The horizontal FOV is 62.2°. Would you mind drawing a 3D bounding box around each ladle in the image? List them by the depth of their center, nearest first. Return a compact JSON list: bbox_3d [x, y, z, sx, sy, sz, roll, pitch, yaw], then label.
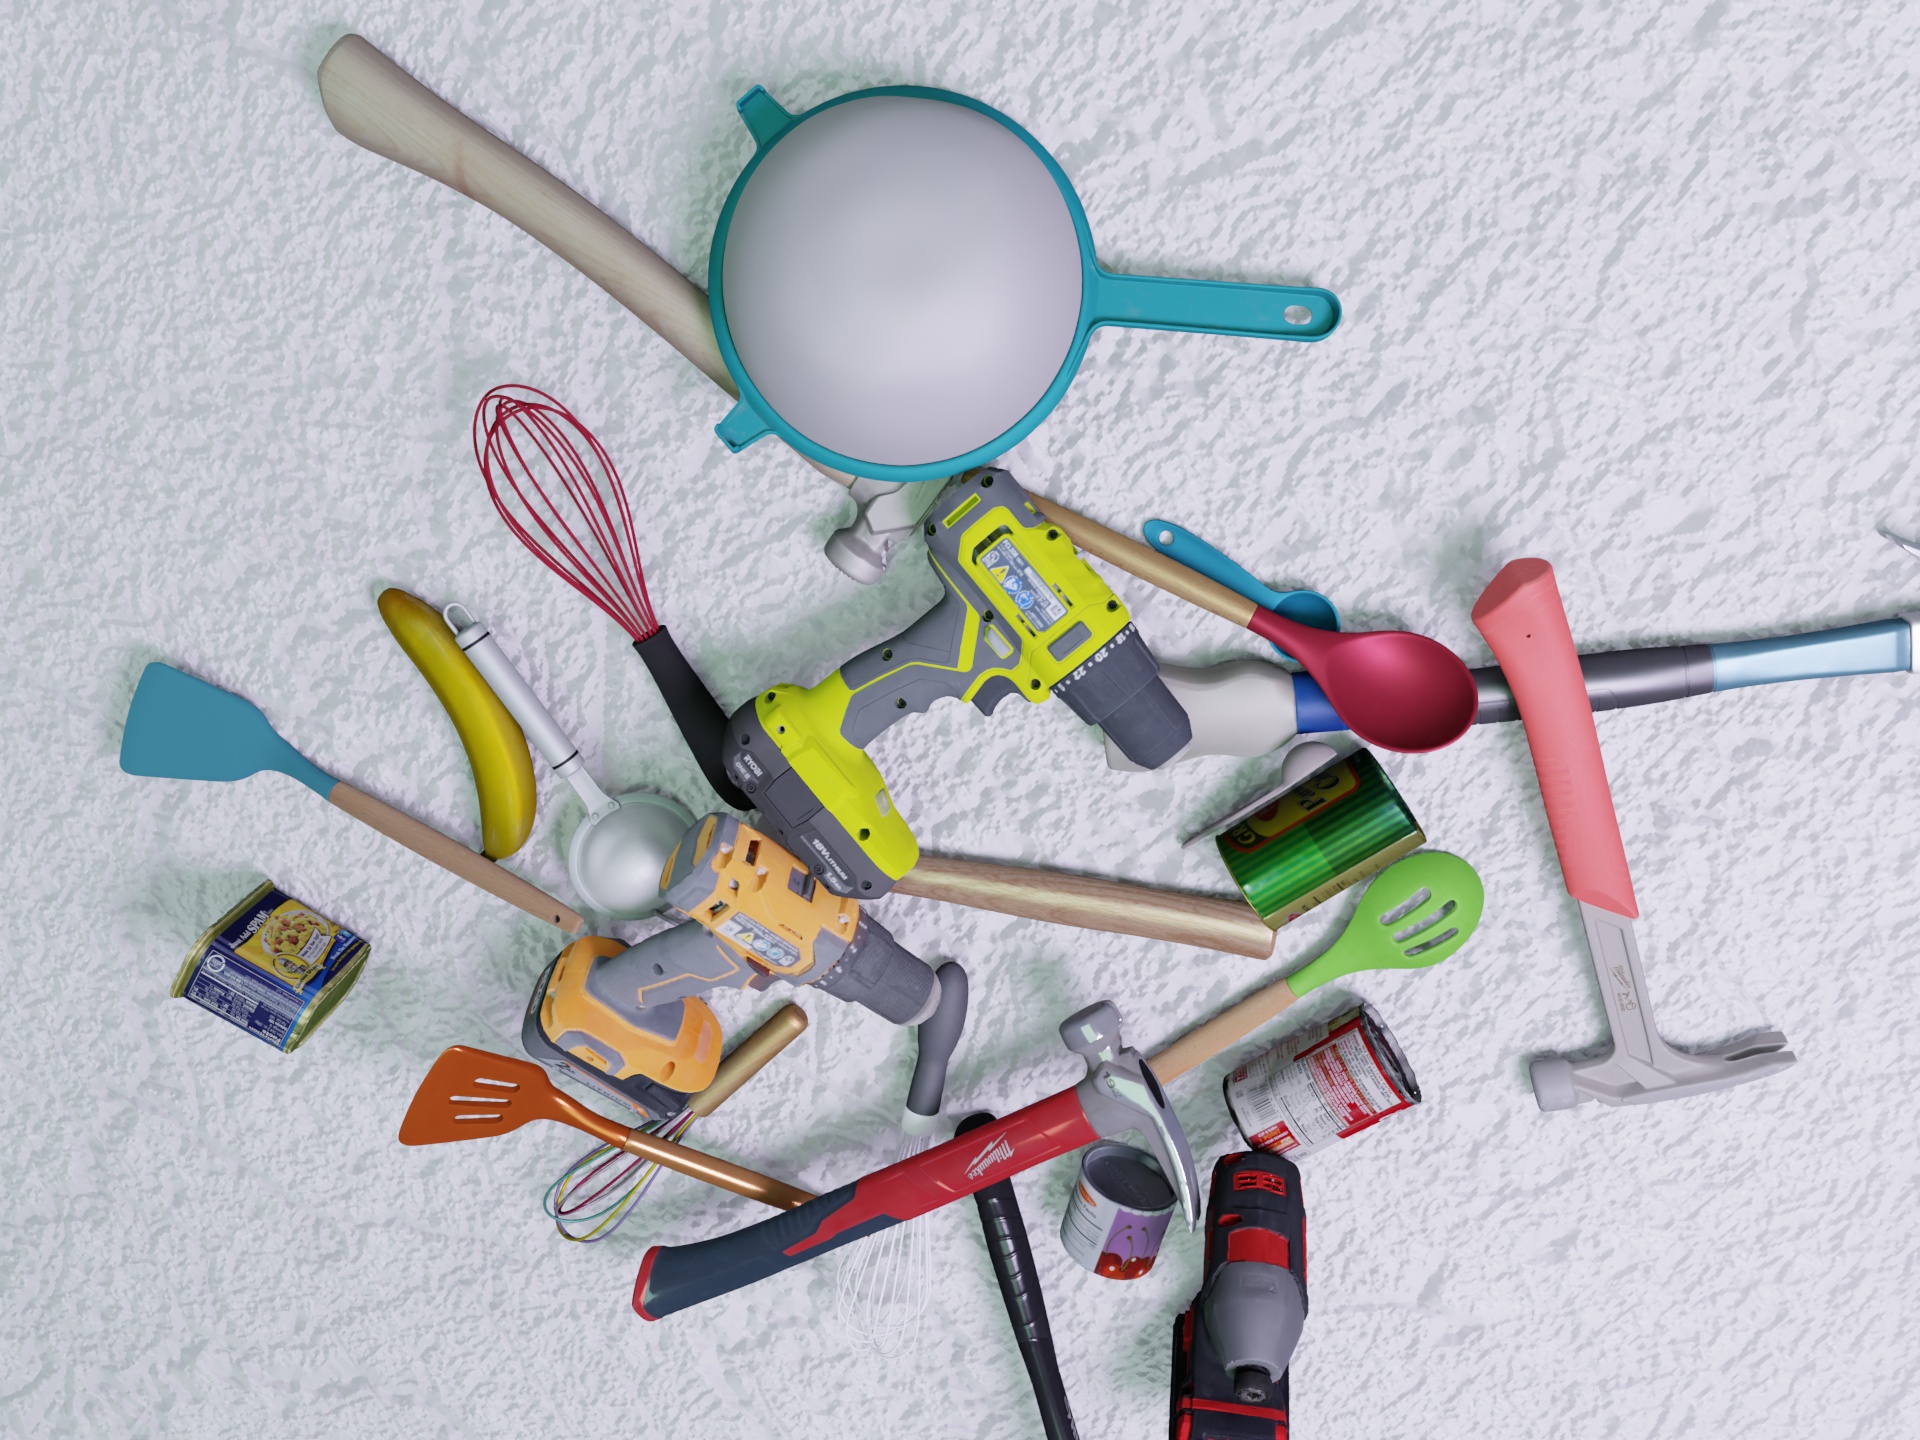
[{"bbox_3d":[0.141,-0.069,0.897,0.315,0.031,0.069,28,80,7],"label":"ladle"}]

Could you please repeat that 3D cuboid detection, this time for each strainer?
[{"bbox_3d":[0.032,-0.227,0.819,0.340,0.095,0.211,5,94,2],"label":"strainer"},{"bbox_3d":[-0.239,0.035,0.984,0.087,0.050,0.258,-36,105,-6],"label":"strainer"}]

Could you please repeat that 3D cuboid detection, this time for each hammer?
[{"bbox_3d":[0.405,-0.026,0.890,0.331,0.033,0.128,-7,108,10],"label":"hammer"},{"bbox_3d":[-0.173,-0.253,0.892,0.410,0.038,0.146,36,108,-5],"label":"hammer"},{"bbox_3d":[0.367,0.071,0.902,0.149,0.037,0.358,-16,114,15],"label":"hammer"},{"bbox_3d":[0.030,0.103,0.988,0.331,0.031,0.130,8,110,5],"label":"hammer"},{"bbox_3d":[-0.041,0.316,1.003,0.386,0.038,0.143,-28,87,18],"label":"hammer"},{"bbox_3d":[0.054,0.423,1.061,0.035,0.146,0.335,-15,95,12],"label":"hammer"}]

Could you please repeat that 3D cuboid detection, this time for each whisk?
[{"bbox_3d":[-0.197,-0.067,0.950,0.073,0.073,0.295,-24,111,15],"label":"whisk"},{"bbox_3d":[-0.034,0.290,1.045,0.070,0.070,0.284,12,102,4],"label":"whisk"},{"bbox_3d":[-0.195,0.268,1.072,0.245,0.047,0.051,-42,111,14],"label":"whisk"}]

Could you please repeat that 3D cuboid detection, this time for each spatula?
[{"bbox_3d":[-0.383,0.062,1.013,0.317,0.044,0.082,27,107,7],"label":"spatula"},{"bbox_3d":[-0.197,0.286,1.035,0.322,0.041,0.081,26,107,-18],"label":"spatula"}]

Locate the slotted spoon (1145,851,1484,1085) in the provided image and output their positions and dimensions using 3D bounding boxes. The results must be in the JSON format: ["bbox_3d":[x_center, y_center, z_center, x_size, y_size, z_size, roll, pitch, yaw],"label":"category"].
[{"bbox_3d":[0.188,0.182,0.996,0.313,0.031,0.070,-36,101,19],"label":"slotted spoon"}]

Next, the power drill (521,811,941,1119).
[{"bbox_3d":[-0.139,0.164,0.975,0.185,0.084,0.226,36,126,-23],"label":"power drill"}]

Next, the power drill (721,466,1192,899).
[{"bbox_3d":[-0.001,-0.003,0.900,0.228,0.080,0.190,-39,91,13],"label":"power drill"}]

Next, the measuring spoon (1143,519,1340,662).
[{"bbox_3d":[0.161,-0.079,0.918,0.128,0.021,0.042,34,104,5],"label":"measuring spoon"}]

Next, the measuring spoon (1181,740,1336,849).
[{"bbox_3d":[0.170,0.044,0.936,0.124,0.034,0.018,-39,78,41],"label":"measuring spoon"}]

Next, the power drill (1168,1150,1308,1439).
[{"bbox_3d":[0.173,0.380,0.973,0.078,0.143,0.219,4,133,7],"label":"power drill"}]
